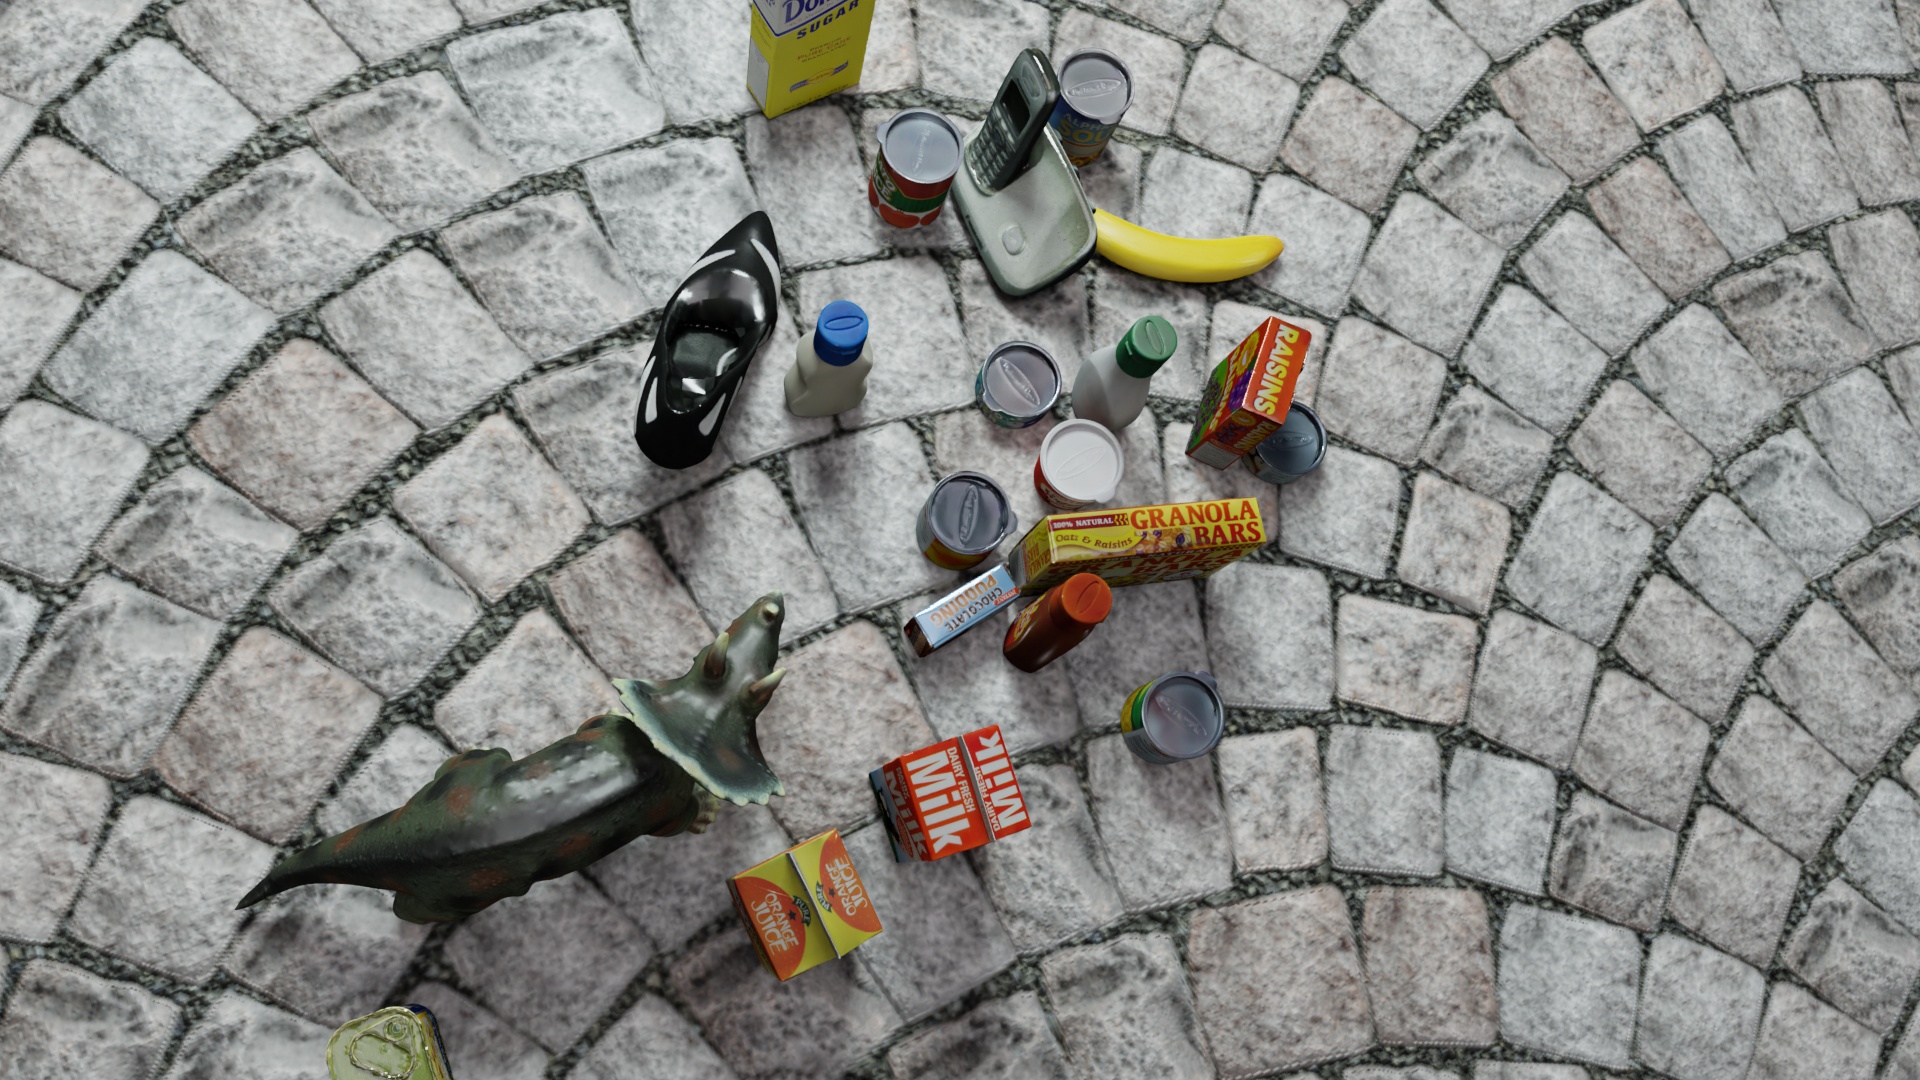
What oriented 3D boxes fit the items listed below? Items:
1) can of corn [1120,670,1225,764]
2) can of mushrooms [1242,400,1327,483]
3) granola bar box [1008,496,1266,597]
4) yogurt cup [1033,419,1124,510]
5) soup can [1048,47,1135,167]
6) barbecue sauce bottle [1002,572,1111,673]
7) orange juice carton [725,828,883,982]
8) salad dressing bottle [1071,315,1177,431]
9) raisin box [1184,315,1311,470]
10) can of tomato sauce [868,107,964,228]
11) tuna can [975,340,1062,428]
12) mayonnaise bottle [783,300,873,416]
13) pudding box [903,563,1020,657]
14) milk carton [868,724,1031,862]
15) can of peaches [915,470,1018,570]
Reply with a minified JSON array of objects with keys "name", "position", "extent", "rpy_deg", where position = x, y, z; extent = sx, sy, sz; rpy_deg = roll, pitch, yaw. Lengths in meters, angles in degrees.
[{"name":"can of corn","position":[0.164,0.135,1.068],"extent":[0.071,0.058,0.071],"rpy_deg":[3,75,-11]},{"name":"can of mushrooms","position":[0.269,-0.084,1.162],"extent":[0.071,0.033,0.071],"rpy_deg":[3,75,-11]},{"name":"granola bar box","position":[0.130,0.005,1.061],"extent":[0.166,0.124,0.039],"rpy_deg":[-5,77,-13]},{"name":"yogurt cup","position":[0.091,-0.057,1.106],"extent":[0.072,0.053,0.072],"rpy_deg":[3,75,-11]},{"name":"soup can","position":[0.104,-0.362,1.174],"extent":[0.071,0.083,0.071],"rpy_deg":[3,75,-11]},{"name":"barbecue sauce bottle","position":[0.073,0.057,1.022],"extent":[0.043,0.148,0.065],"rpy_deg":[36,72,-1]},{"name":"orange juice carton","position":[-0.105,0.239,0.914],"extent":[0.073,0.192,0.072],"rpy_deg":[-24,82,-16]},{"name":"salad dressing bottle","position":[0.128,-0.130,1.084],"extent":[0.044,0.147,0.064],"rpy_deg":[-17,80,-15]},{"name":"raisin box","position":[0.230,-0.116,1.114],"extent":[0.040,0.123,0.086],"rpy_deg":[23,72,-5]},{"name":"can of tomato sauce","position":[-0.039,-0.301,1.128],"extent":[0.071,0.083,0.071],"rpy_deg":[3,75,-11]},{"name":"tuna can","position":[0.044,-0.124,1.125],"extent":[0.071,0.032,0.071],"rpy_deg":[3,75,-11]},{"name":"mayonnaise bottle","position":[-0.095,-0.134,1.038],"extent":[0.065,0.147,0.041],"rpy_deg":[-12,79,-14]},{"name":"pudding box","position":[0.001,0.054,1.060],"extent":[0.084,0.049,0.030],"rpy_deg":[-30,84,-17]},{"name":"milk carton","position":[-0.007,0.175,0.952],"extent":[0.073,0.190,0.072],"rpy_deg":[-16,80,-15]},{"name":"can of peaches","position":[0.004,-0.013,1.074],"extent":[0.071,0.058,0.071],"rpy_deg":[3,75,-11]}]
